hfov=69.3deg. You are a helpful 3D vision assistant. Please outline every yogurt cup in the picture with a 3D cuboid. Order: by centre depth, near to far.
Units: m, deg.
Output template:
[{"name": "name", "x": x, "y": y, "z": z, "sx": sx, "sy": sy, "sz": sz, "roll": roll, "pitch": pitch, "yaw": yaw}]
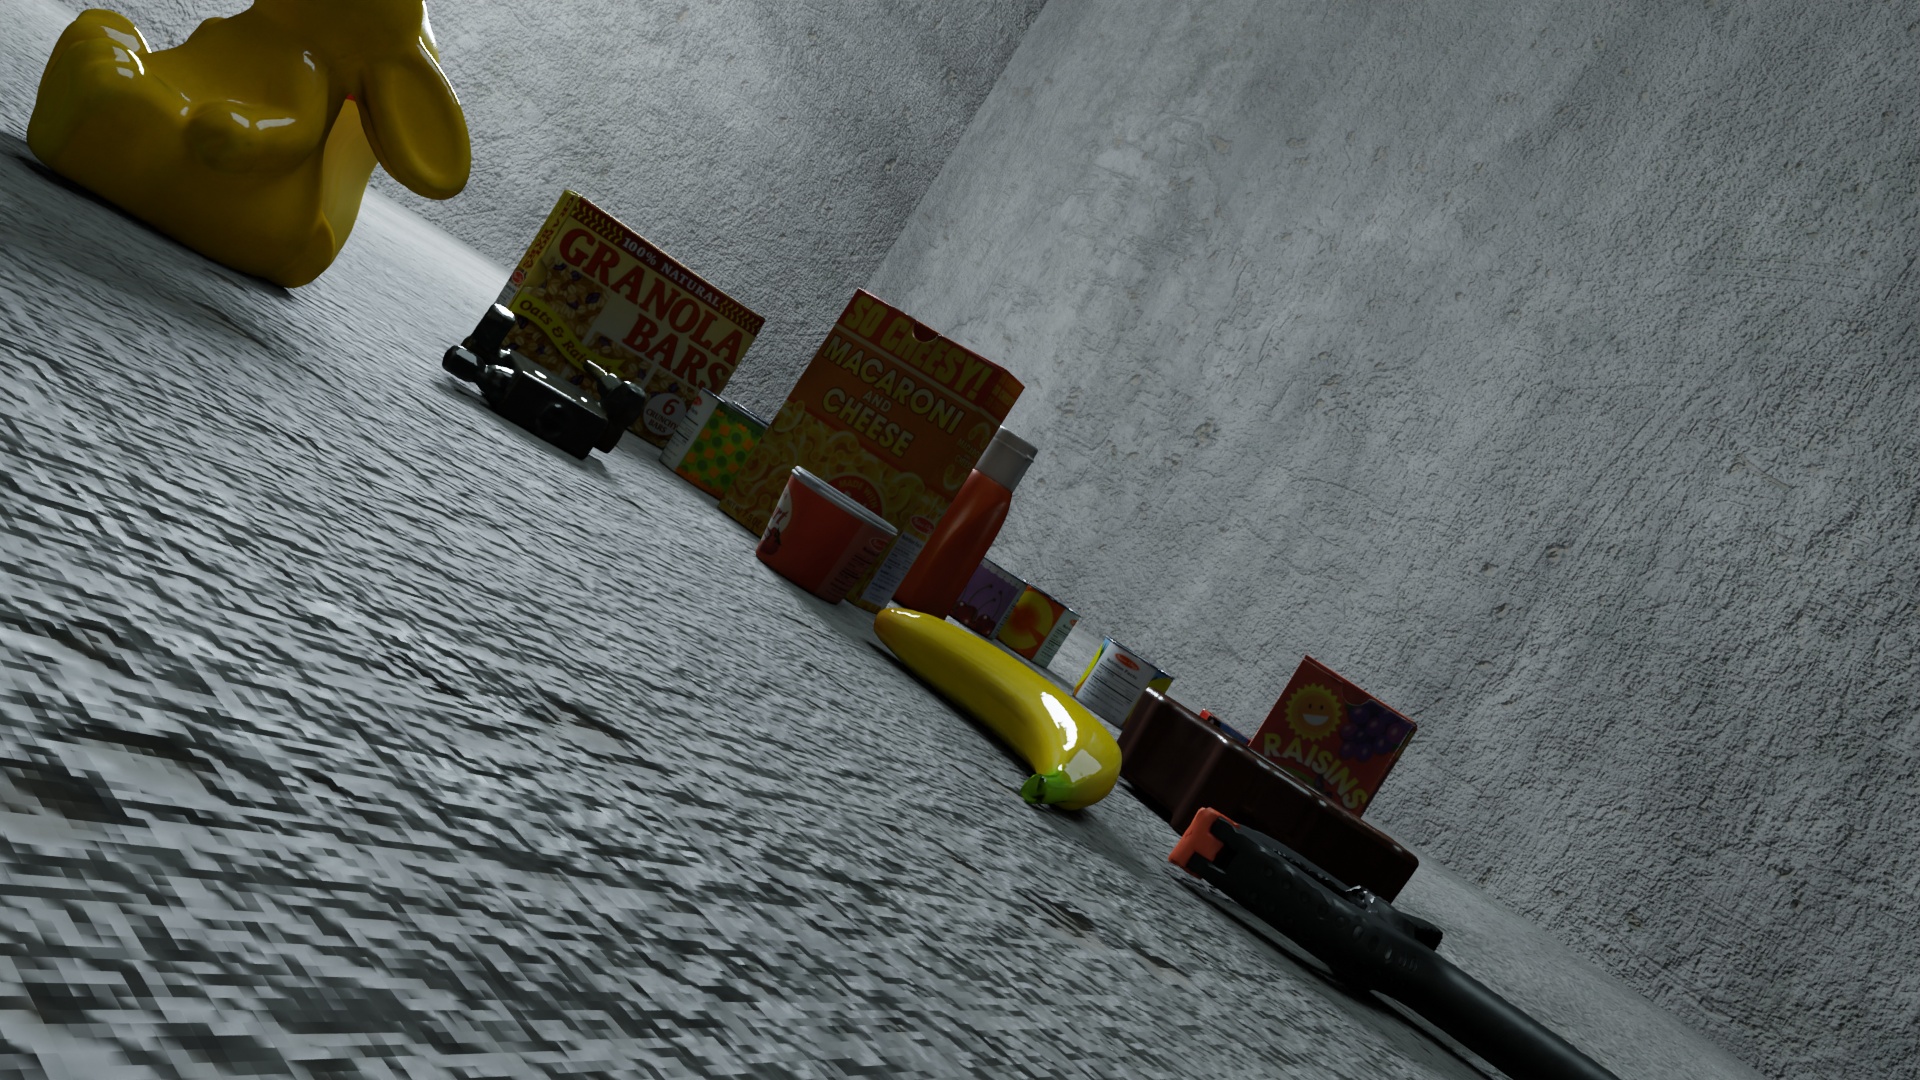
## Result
[{"name": "yogurt cup", "x": -0.077, "y": -0.001, "z": 0.768, "sx": 0.072, "sy": 0.054, "sz": 0.072, "roll": 32, "pitch": 1, "yaw": 0}]

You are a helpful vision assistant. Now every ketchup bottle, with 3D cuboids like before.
[{"name": "ketchup bottle", "x": 0.004, "y": -0.013, "z": 1.015, "sx": 0.043, "sy": 0.149, "sz": 0.064, "roll": 33, "pitch": 1, "yaw": 30}]

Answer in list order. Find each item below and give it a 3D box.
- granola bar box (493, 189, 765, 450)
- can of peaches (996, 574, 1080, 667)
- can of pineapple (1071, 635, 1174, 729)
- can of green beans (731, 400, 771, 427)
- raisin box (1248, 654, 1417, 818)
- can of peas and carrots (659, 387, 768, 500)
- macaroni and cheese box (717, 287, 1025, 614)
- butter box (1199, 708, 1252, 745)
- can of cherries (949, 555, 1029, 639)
[{"name": "granola bar box", "x": -0.241, "y": -0.152, "z": 0.998, "sx": 0.165, "sy": 0.124, "sz": 0.039, "roll": 32, "pitch": 1, "yaw": -35}, {"name": "can of peaches", "x": 0.064, "y": 0.073, "z": 1.253, "sx": 0.071, "sy": 0.058, "sz": 0.071, "roll": 32, "pitch": 1, "yaw": 0}, {"name": "can of pineapple", "x": 0.134, "y": 0.120, "z": 1.146, "sx": 0.071, "sy": 0.058, "sz": 0.071, "roll": 32, "pitch": 1, "yaw": 0}, {"name": "can of green beans", "x": -0.169, "y": -0.070, "z": 1.112, "sx": 0.071, "sy": 0.058, "sz": 0.071, "roll": 32, "pitch": 1, "yaw": 0}, {"name": "raisin box", "x": 0.238, "y": 0.152, "z": 0.937, "sx": 0.086, "sy": 0.123, "sz": 0.040, "roll": 33, "pitch": 1, "yaw": 25}, {"name": "can of peas and carrots", "x": -0.161, "y": -0.062, "z": 0.950, "sx": 0.071, "sy": 0.058, "sz": 0.071, "roll": 32, "pitch": 1, "yaw": 0}, {"name": "macaroni and cheese box", "x": -0.056, "y": -0.057, "z": 0.857, "sx": 0.124, "sy": 0.166, "sz": 0.040, "roll": 33, "pitch": 1, "yaw": 27}, {"name": "butter box", "x": 0.206, "y": 0.172, "z": 1.011, "sx": 0.103, "sy": 0.053, "sz": 0.024, "roll": 32, "pitch": 1, "yaw": -7}, {"name": "can of cherries", "x": 0.014, "y": 0.043, "z": 1.193, "sx": 0.071, "sy": 0.058, "sz": 0.071, "roll": 32, "pitch": 1, "yaw": 0}]
